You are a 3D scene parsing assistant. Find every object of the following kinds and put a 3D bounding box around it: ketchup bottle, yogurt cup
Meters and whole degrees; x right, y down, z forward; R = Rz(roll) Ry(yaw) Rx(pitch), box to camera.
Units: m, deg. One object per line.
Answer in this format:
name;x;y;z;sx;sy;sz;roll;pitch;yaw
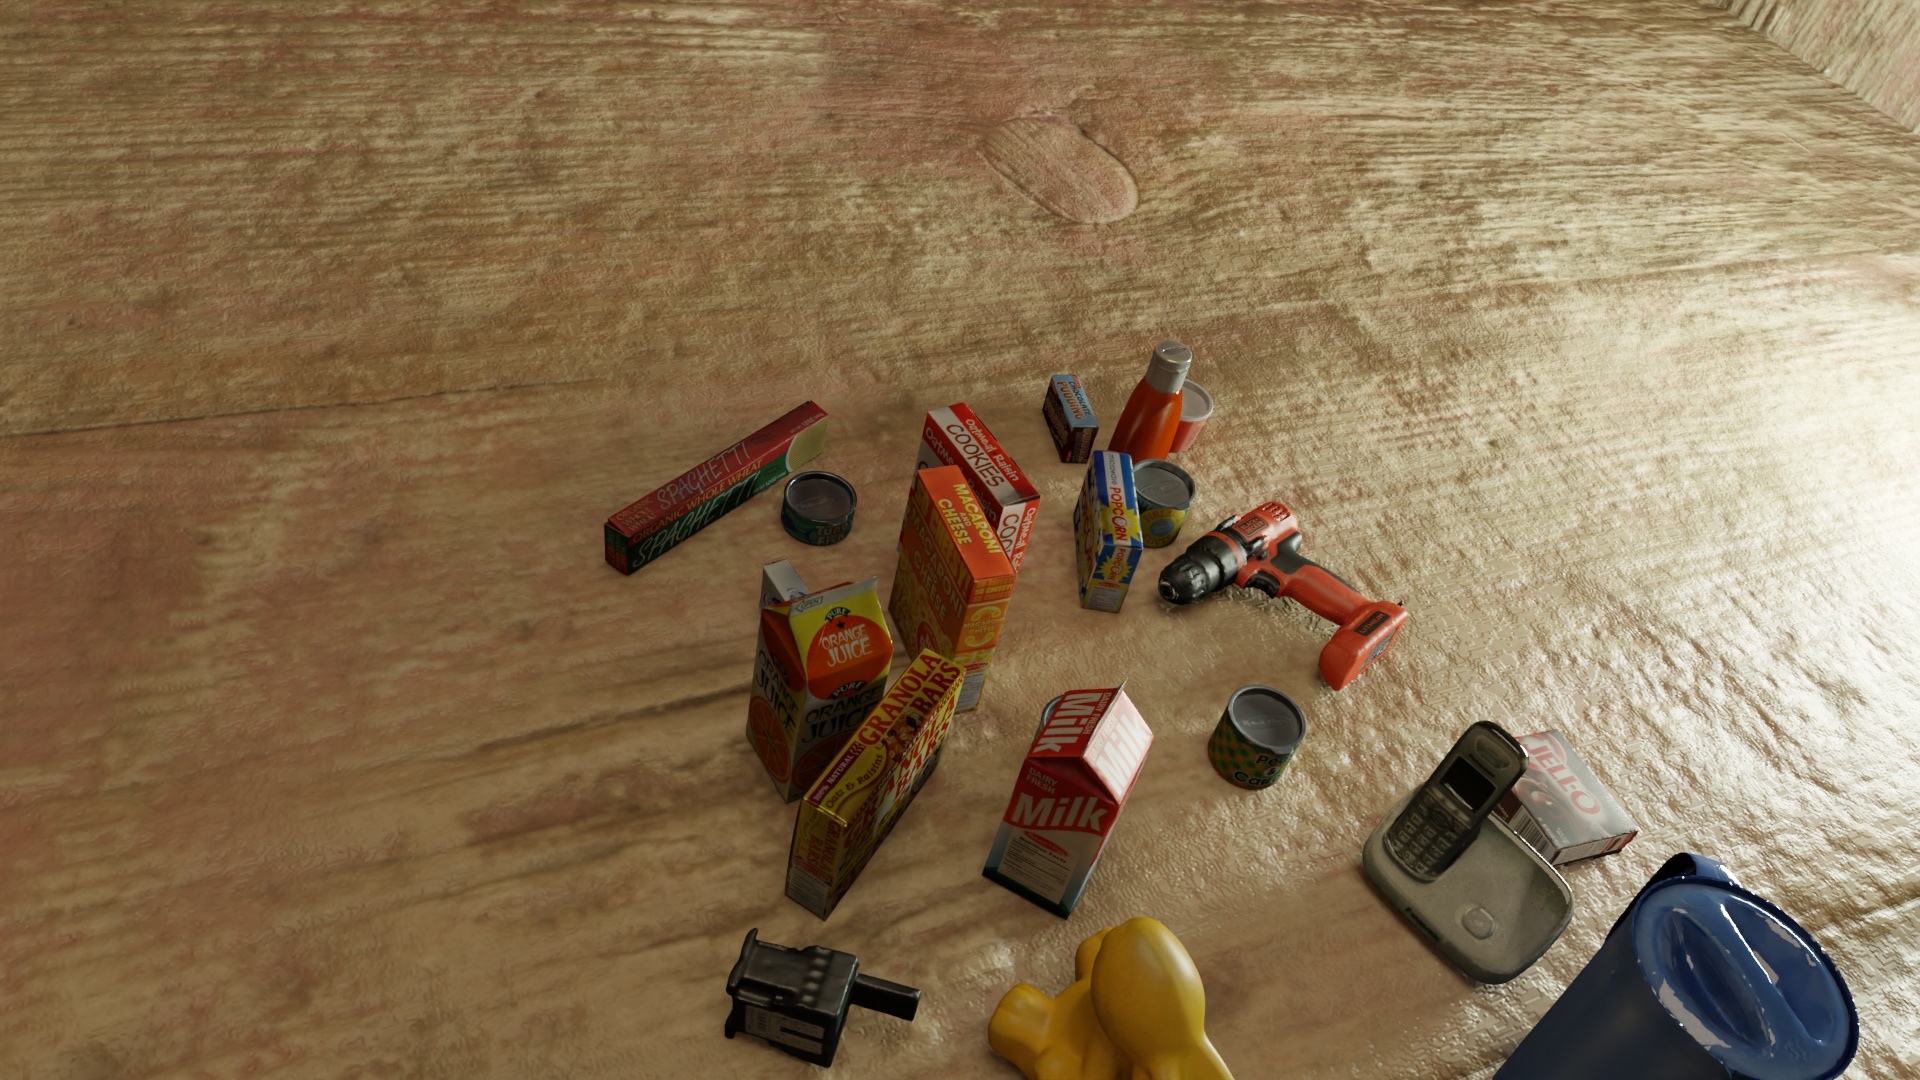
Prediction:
ketchup bottle;0.187;-0.126;1.350;0.065;0.148;0.044;-15;51;-27
yogurt cup;0.220;-0.128;1.429;0.072;0.053;0.073;8;44;-7

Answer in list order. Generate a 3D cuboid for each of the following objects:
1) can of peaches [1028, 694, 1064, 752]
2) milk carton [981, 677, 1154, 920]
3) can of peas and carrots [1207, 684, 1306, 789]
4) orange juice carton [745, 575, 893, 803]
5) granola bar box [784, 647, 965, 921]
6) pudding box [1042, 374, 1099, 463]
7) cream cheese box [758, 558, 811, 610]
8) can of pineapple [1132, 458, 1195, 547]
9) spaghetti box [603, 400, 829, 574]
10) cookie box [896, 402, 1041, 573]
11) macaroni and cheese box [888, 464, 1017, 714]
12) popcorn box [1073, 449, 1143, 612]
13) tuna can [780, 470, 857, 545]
can of peaches;0.092;0.164;1.097;0.071;0.057;0.071;8;44;-7
milk carton;0.080;0.178;0.984;0.073;0.189;0.073;26;45;12
can of peas and carrots;0.243;0.163;1.137;0.071;0.058;0.071;8;44;-7
orange juice carton;-0.103;0.099;1.014;0.072;0.191;0.073;-17;52;-29
granola bar box;-0.062;0.173;0.999;0.039;0.123;0.166;28;45;13
pudding box;0.110;-0.123;1.399;0.030;0.049;0.084;-1;46;-16
cream cheese box;-0.131;0.069;1.137;0.024;0.053;0.104;-18;53;-30
can of pineapple;0.185;-0.034;1.322;0.071;0.057;0.071;8;44;-7
spaghetti box;-0.213;-0.051;1.239;0.029;0.049;0.251;35;47;20
cookie box;0.004;-0.015;1.176;0.040;0.166;0.123;-17;52;-29
macaroni and cheese box;-0.010;0.041;1.116;0.040;0.165;0.124;-9;48;-23
popcorn box;0.133;-0.010;1.264;0.038;0.084;0.127;8;44;-8
tuna can;-0.126;-0.027;1.251;0.071;0.032;0.071;8;44;-7
